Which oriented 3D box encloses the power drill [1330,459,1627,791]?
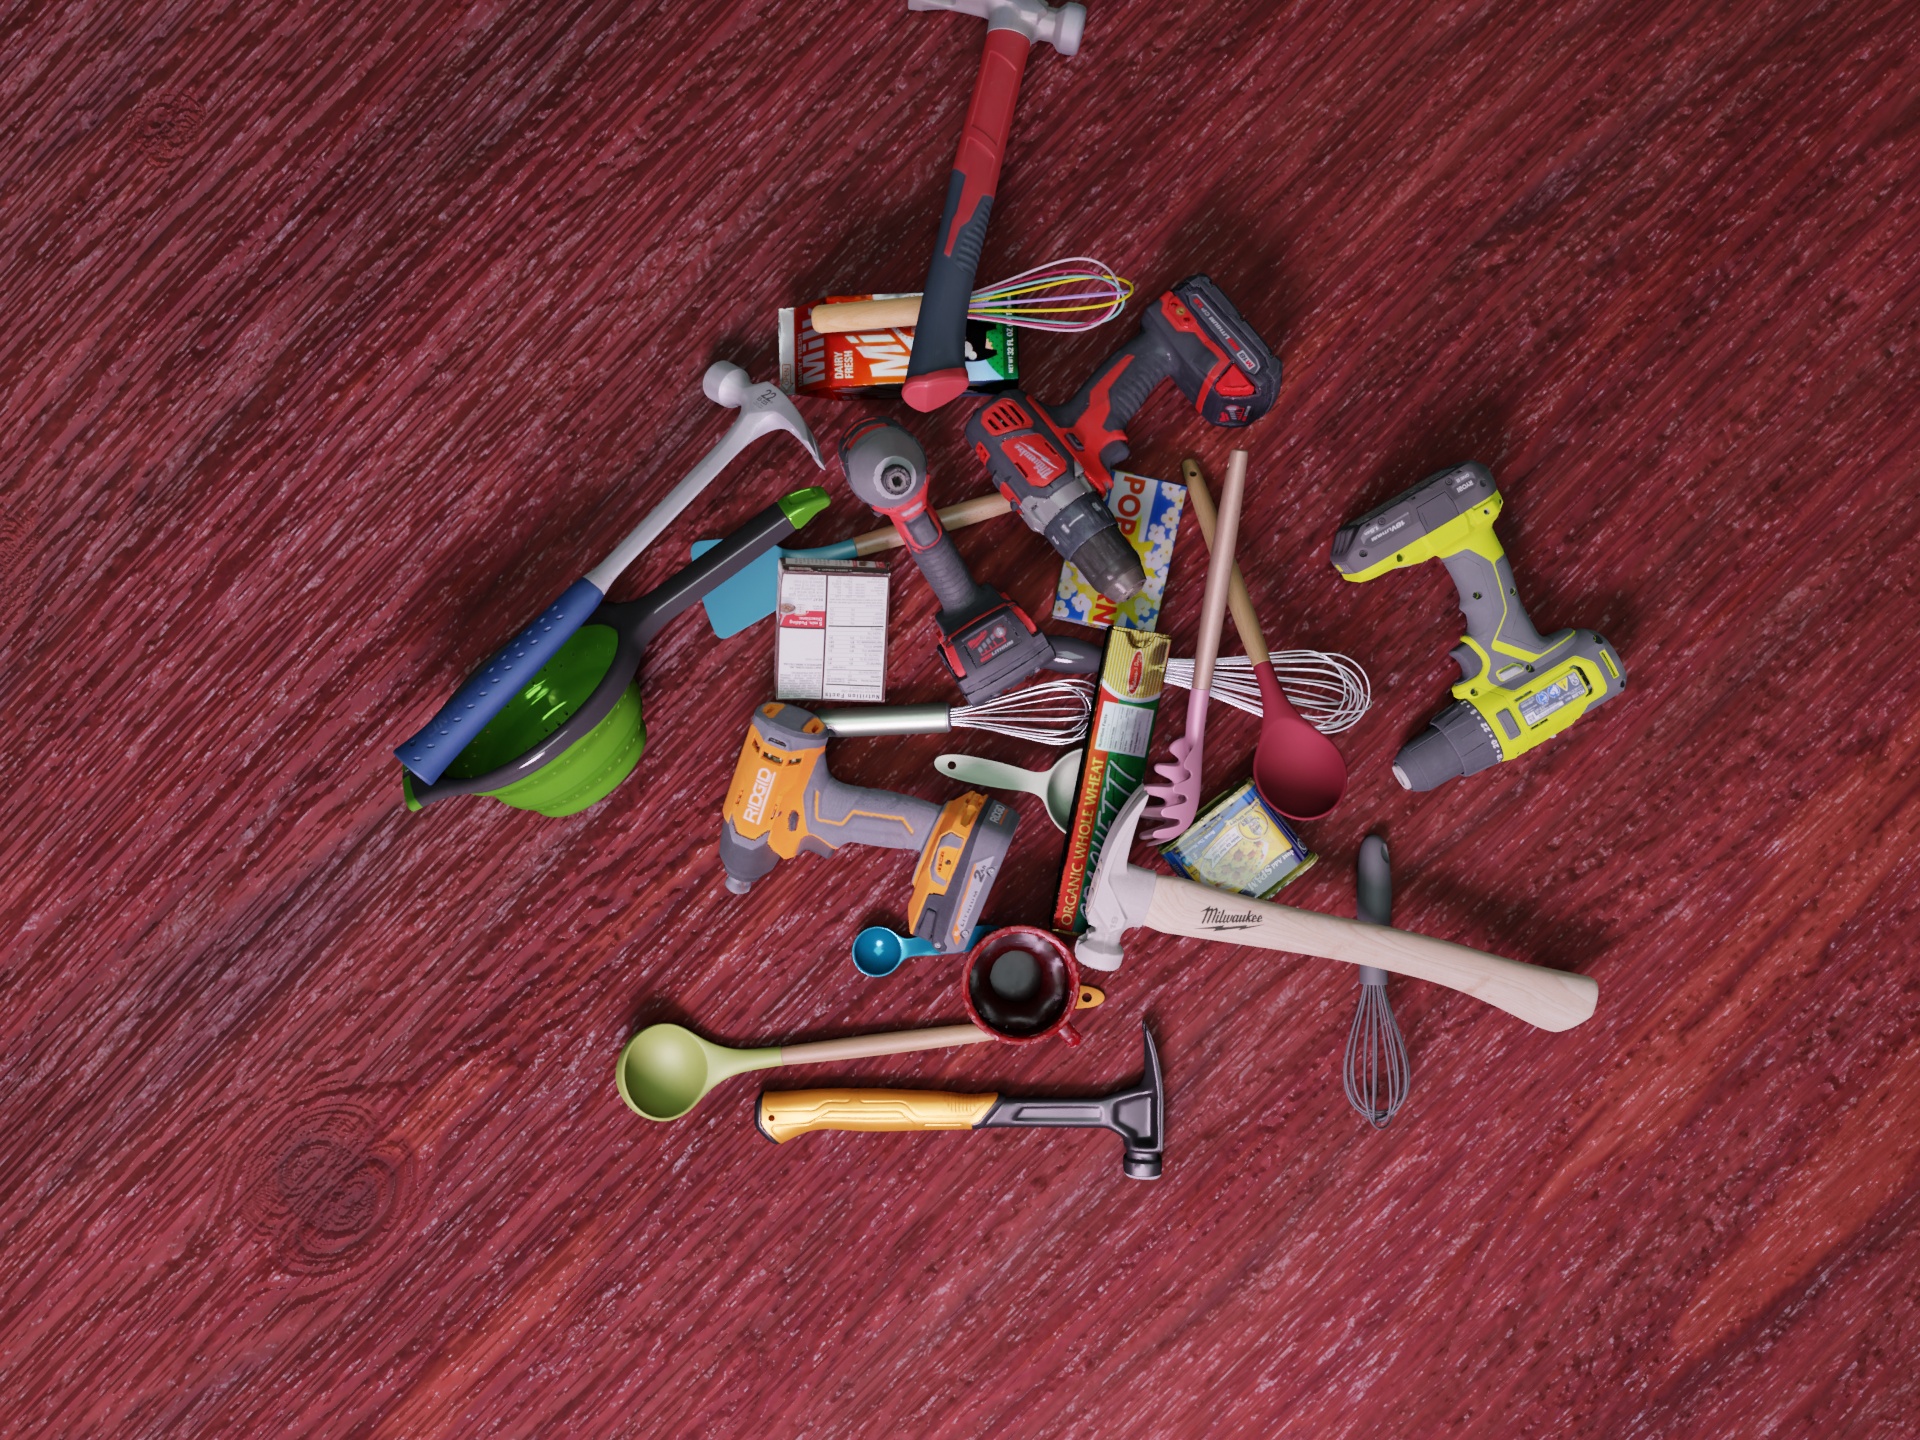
[{"bbox_3d":[0.393,-0.071,1.266,0.190,0.080,0.228,-30,94,2],"label":"power drill"}]

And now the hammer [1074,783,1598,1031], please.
[{"bbox_3d":[0.304,0.163,1.242,0.410,0.038,0.146,13,103,-6],"label":"hammer"}]

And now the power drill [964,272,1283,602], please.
[{"bbox_3d":[0.141,-0.216,1.232,0.226,0.080,0.188,-36,80,-6],"label":"power drill"}]

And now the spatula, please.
[{"bbox_3d":[-0.062,-0.150,1.298,0.317,0.044,0.082,-17,92,-3],"label":"spatula"}]

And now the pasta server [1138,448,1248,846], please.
[{"bbox_3d":[0.183,-0.052,1.232,0.040,0.060,0.316,5,105,-10],"label":"pasta server"}]

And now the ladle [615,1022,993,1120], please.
[{"bbox_3d":[-0.121,0.273,1.302,0.320,0.062,0.078,-7,84,-1],"label":"ladle"}]

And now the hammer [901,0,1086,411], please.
[{"bbox_3d":[-0.006,-0.405,1.200,0.143,0.038,0.387,12,68,0],"label":"hammer"}]

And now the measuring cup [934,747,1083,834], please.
[{"bbox_3d":[0.062,0.050,1.298,0.167,0.038,0.083,12,93,2],"label":"measuring cup"}]

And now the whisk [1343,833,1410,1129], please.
[{"bbox_3d":[0.339,0.212,1.297,0.055,0.055,0.239,0,88,1],"label":"whisk"}]

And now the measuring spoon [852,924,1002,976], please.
[{"bbox_3d":[-0.027,0.184,1.318,0.128,0.021,0.042,-7,95,-8],"label":"measuring spoon"}]

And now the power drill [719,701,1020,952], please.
[{"bbox_3d":[-0.083,0.099,1.277,0.226,0.084,0.164,23,110,4],"label":"power drill"}]

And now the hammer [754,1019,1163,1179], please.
[{"bbox_3d":[-0.001,0.314,1.311,0.337,0.034,0.127,-1,93,1],"label":"hammer"}]

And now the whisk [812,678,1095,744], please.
[{"bbox_3d":[-0.002,-0.004,1.295,0.246,0.057,0.059,-3,58,4],"label":"whisk"}]

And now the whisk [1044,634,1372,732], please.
[{"bbox_3d":[0.189,-0.037,1.285,0.284,0.070,0.070,9,93,6],"label":"whisk"}]

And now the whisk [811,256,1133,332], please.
[{"bbox_3d":[0.009,-0.316,1.209,0.245,0.051,0.047,-4,69,6],"label":"whisk"}]

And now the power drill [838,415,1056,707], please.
[{"bbox_3d":[-0.018,-0.127,1.215,0.078,0.143,0.219,-31,110,0],"label":"power drill"}]

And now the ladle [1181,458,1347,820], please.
[{"bbox_3d":[0.227,-0.067,1.247,0.069,0.031,0.316,-17,72,1],"label":"ladle"}]

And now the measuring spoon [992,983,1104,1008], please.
[{"bbox_3d":[0.061,0.229,1.317,0.117,0.011,0.021,1,93,1],"label":"measuring spoon"}]

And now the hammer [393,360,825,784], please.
[{"bbox_3d":[-0.270,-0.109,1.215,0.144,0.035,0.405,34,76,34],"label":"hammer"}]

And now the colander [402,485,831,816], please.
[{"bbox_3d":[-0.249,-0.039,1.251,0.397,0.205,0.094,-35,123,0],"label":"colander"}]
